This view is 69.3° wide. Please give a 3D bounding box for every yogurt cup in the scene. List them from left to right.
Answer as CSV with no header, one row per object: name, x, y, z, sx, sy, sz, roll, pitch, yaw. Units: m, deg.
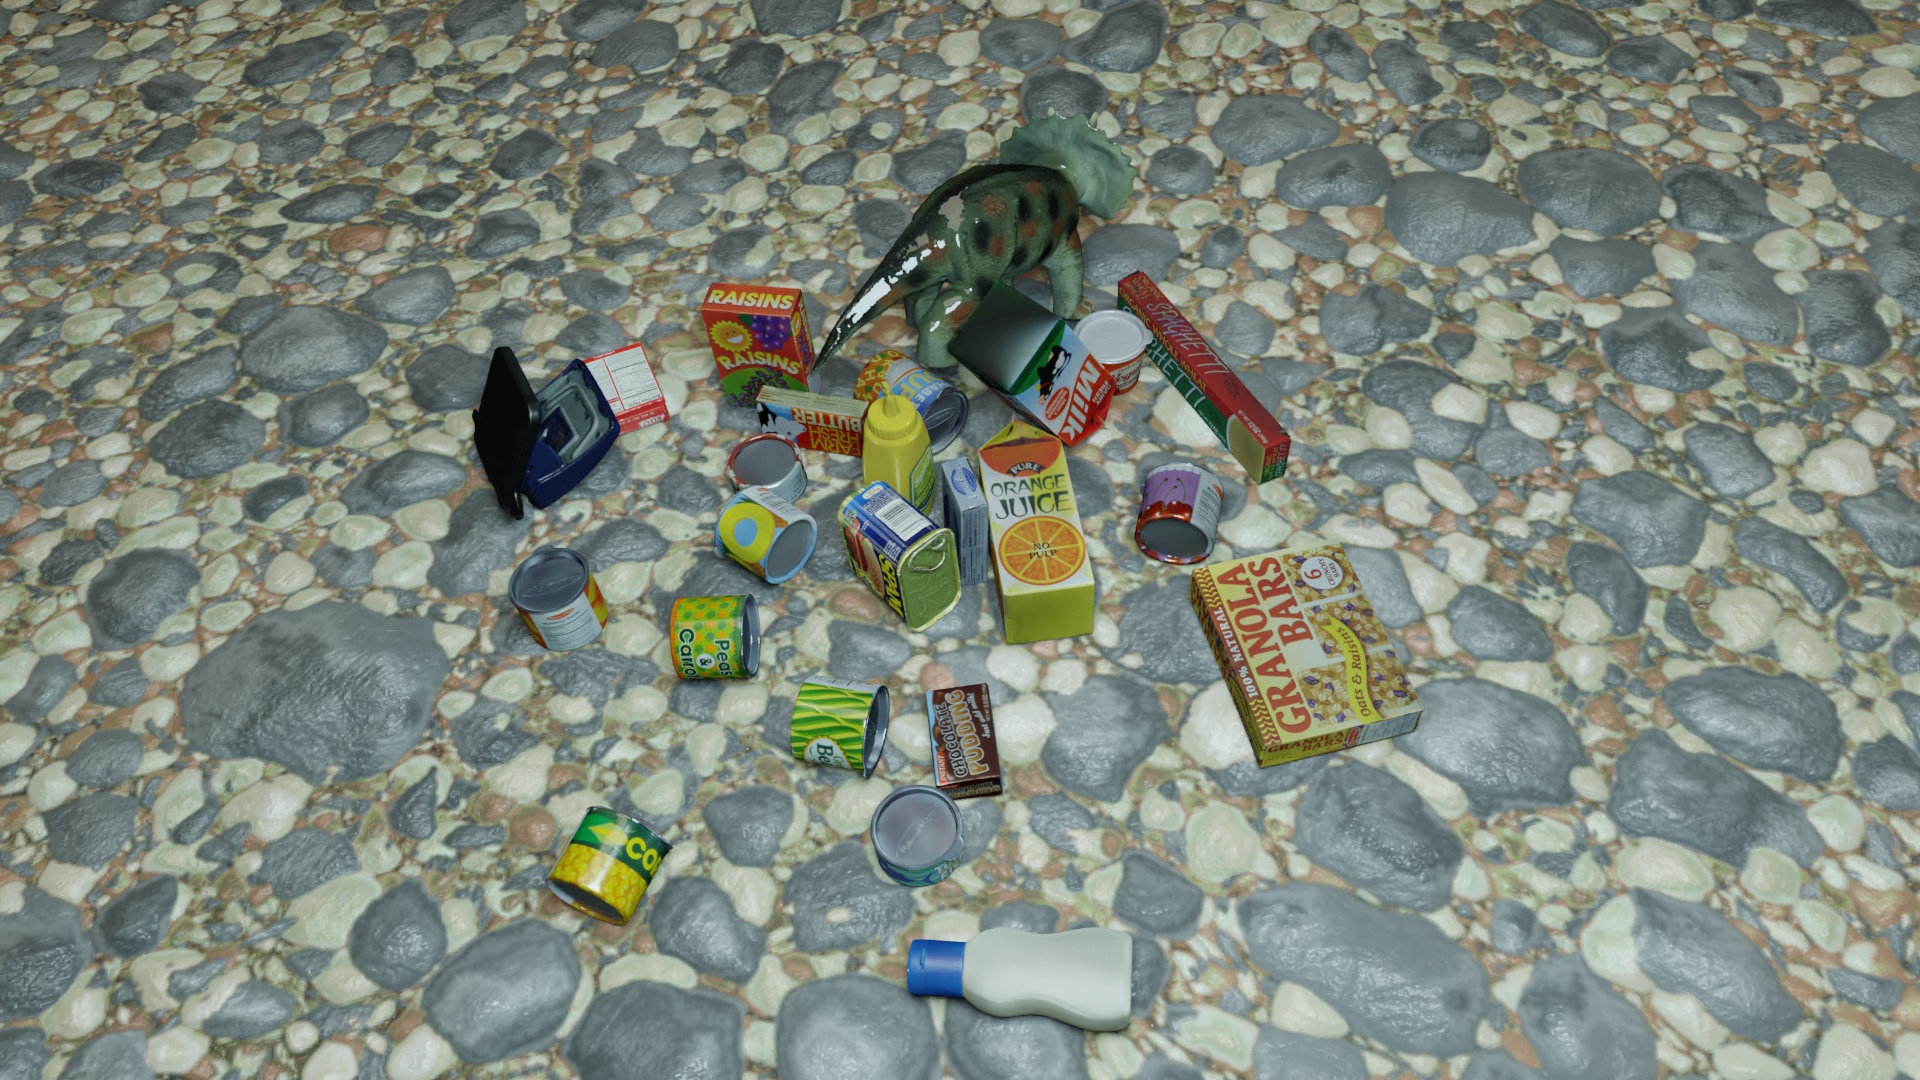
yogurt cup,0.137,-0.170,1.270,0.072,0.053,0.073,-2,52,3

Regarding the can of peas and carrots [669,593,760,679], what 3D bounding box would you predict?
can of peas and carrots,-0.193,0.078,1.096,0.059,0.070,0.071,-3,52,4

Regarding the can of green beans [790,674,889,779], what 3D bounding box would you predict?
can of green beans,-0.090,0.137,1.042,0.058,0.071,0.071,7,53,12

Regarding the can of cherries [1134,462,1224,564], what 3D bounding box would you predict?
can of cherries,0.178,-0.021,1.145,0.071,0.071,0.059,9,54,12

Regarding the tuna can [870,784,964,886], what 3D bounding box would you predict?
tuna can,-0.028,0.213,0.997,0.071,0.032,0.071,-2,52,3

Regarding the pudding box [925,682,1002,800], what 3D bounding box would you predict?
pudding box,0.002,0.151,1.045,0.050,0.030,0.084,-8,51,0

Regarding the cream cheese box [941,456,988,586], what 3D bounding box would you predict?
cream cheese box,0.004,-0.014,1.129,0.024,0.103,0.053,-15,53,-11

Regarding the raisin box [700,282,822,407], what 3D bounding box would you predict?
raisin box,-0.178,-0.174,1.258,0.086,0.122,0.040,7,53,11

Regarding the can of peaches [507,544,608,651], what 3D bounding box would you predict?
can of peaches,-0.329,0.047,1.139,0.071,0.057,0.071,-3,52,4

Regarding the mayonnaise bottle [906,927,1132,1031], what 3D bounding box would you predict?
mayonnaise bottle,0.040,0.289,0.928,0.148,0.041,0.065,2,51,8

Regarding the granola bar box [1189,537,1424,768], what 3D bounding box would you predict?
granola bar box,0.262,0.084,1.070,0.124,0.038,0.166,-12,52,-5

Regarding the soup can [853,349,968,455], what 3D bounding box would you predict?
soup can,-0.044,-0.126,1.242,0.084,0.071,0.071,36,63,28

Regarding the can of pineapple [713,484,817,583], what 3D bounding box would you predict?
can of pineapple,-0.163,-0.003,1.160,0.058,0.070,0.071,30,60,25

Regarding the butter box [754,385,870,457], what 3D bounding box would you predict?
butter box,-0.130,-0.106,1.245,0.103,0.052,0.024,10,51,12

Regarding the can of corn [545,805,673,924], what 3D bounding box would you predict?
can of corn,-0.247,0.231,0.982,0.071,0.070,0.058,15,56,16

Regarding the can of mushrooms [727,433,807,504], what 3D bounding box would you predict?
can of mushrooms,-0.172,-0.062,1.226,0.071,0.033,0.071,-3,53,3

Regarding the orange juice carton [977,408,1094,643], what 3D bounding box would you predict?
orange juice carton,0.058,-0.016,1.146,0.073,0.071,0.193,-8,52,-2

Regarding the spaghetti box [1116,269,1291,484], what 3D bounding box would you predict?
spaghetti box,0.214,-0.152,1.253,0.029,0.050,0.251,-23,53,-14

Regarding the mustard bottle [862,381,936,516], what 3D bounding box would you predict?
mustard bottle,-0.052,-0.072,1.144,0.049,0.159,0.065,18,57,16

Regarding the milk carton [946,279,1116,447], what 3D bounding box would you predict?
milk carton,0.071,-0.140,1.182,0.072,0.190,0.073,36,92,27
